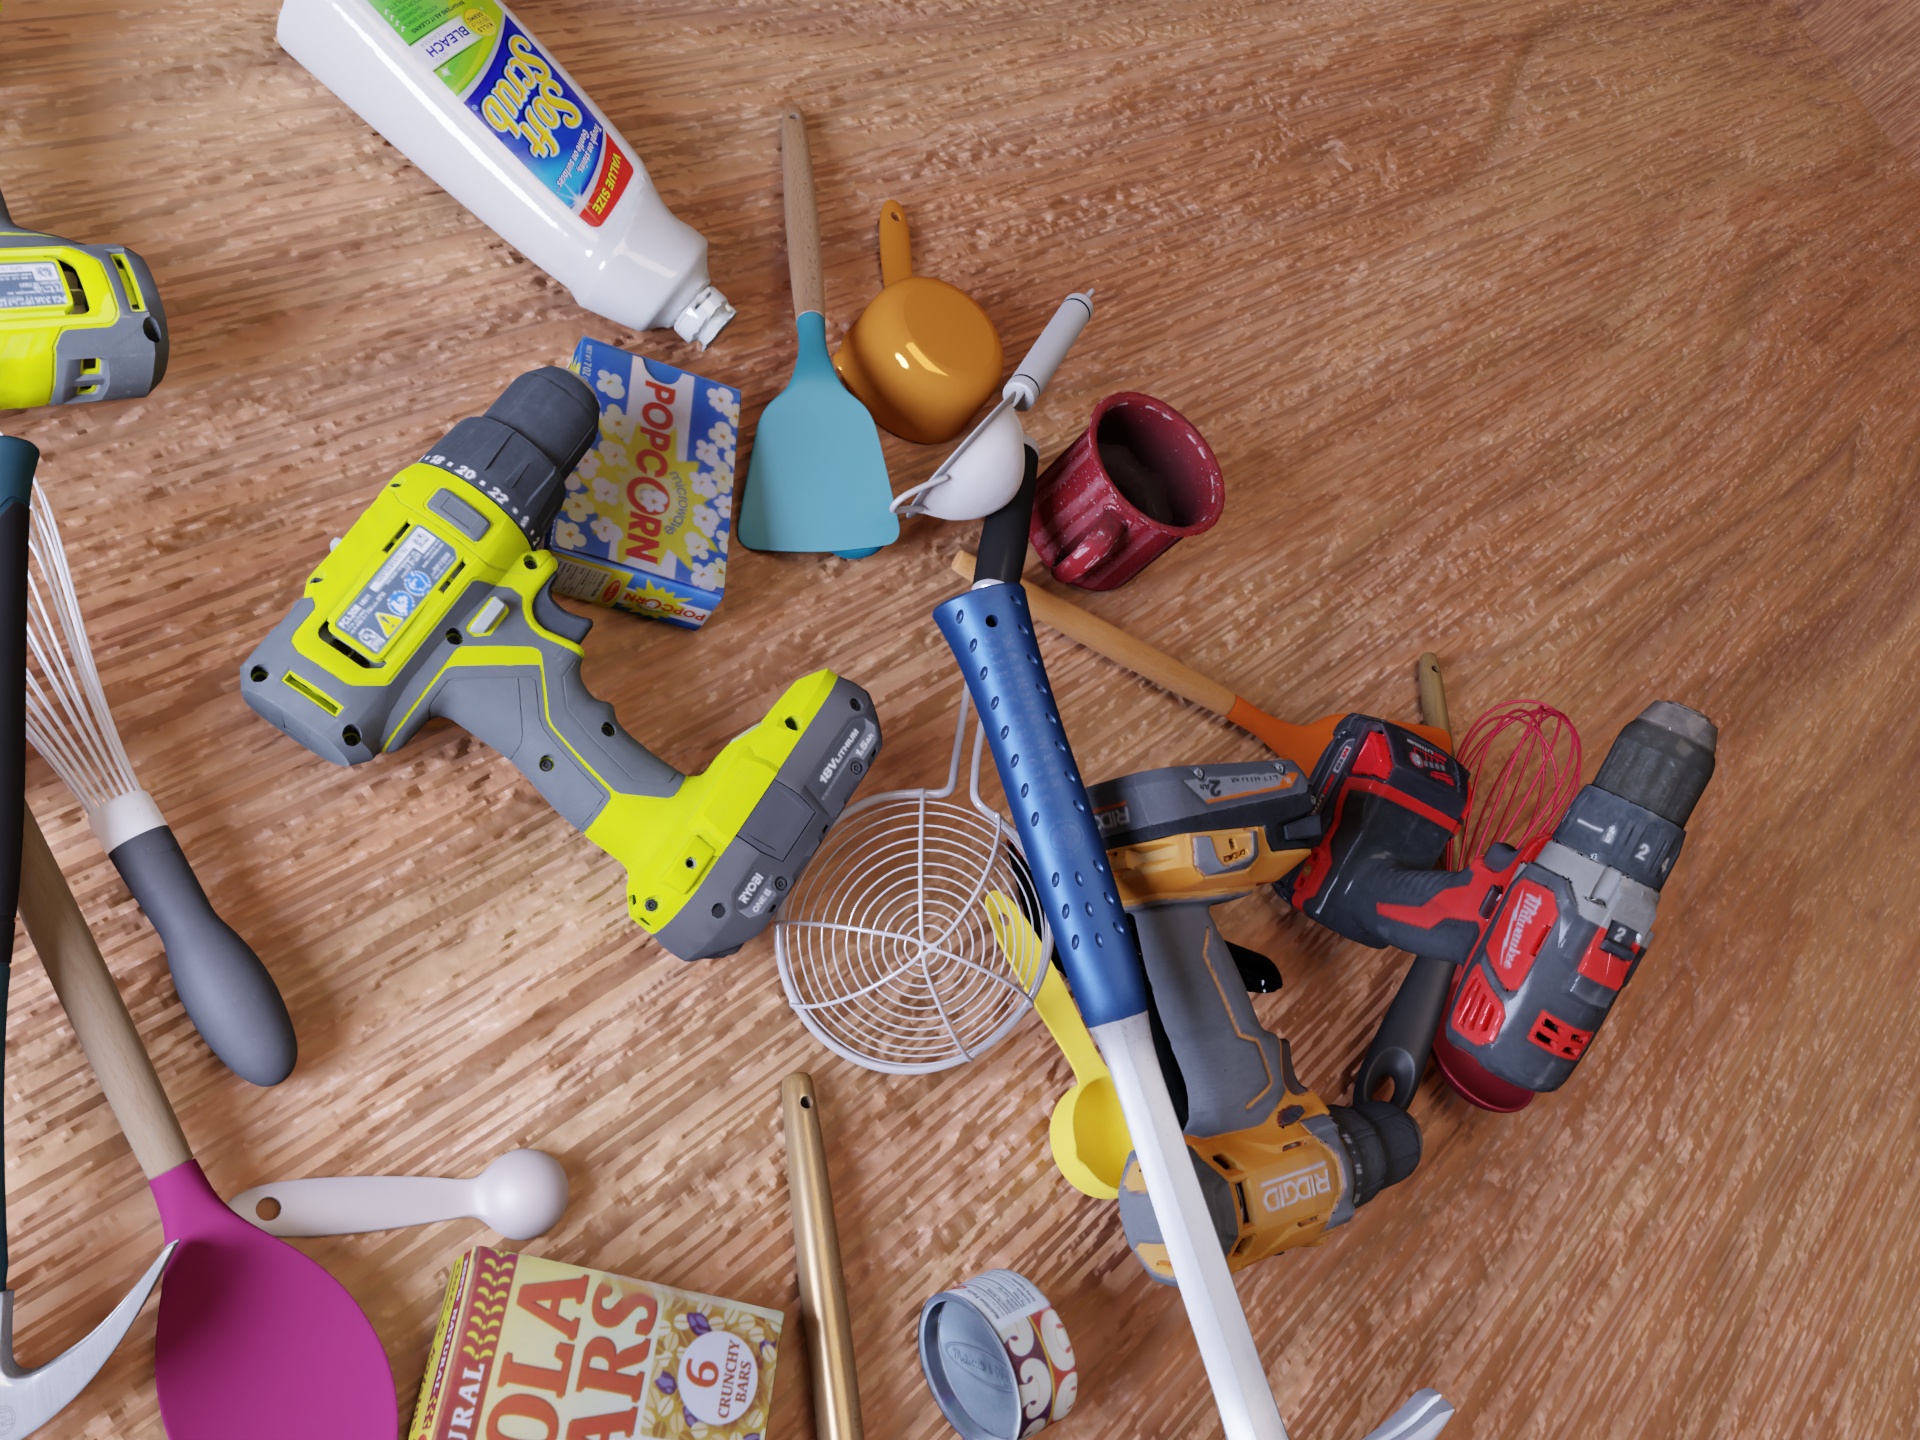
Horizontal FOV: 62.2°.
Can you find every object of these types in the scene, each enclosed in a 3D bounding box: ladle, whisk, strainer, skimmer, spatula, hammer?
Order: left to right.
[{"bbox_3d":[-0.322,0.065,0.510,0.128,0.033,0.331,-1,77,-24],"label":"hammer"},{"bbox_3d":[-0.320,0.010,0.579,0.070,0.070,0.284,-30,89,-40],"label":"whisk"},{"bbox_3d":[-0.086,-0.230,0.879,0.082,0.044,0.318,-3,57,-6],"label":"spatula"},{"bbox_3d":[-0.001,-0.003,0.800,0.127,0.090,0.364,18,48,-9],"label":"skimmer"},{"bbox_3d":[0.033,-0.175,0.873,0.050,0.087,0.259,36,47,-7],"label":"strainer"},{"bbox_3d":[0.075,0.134,0.667,0.144,0.035,0.406,-17,81,-4],"label":"hammer"},{"bbox_3d":[0.139,-0.021,0.910,0.322,0.041,0.081,26,75,-17],"label":"spatula"},{"bbox_3d":[0.300,0.089,0.968,0.069,0.031,0.316,15,56,-16],"label":"ladle"},{"bbox_3d":[0.288,0.103,0.909,0.073,0.073,0.296,37,64,-11],"label":"whisk"}]

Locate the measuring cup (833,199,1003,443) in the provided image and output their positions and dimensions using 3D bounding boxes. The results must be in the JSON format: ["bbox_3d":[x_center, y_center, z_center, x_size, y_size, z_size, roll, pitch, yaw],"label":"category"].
[{"bbox_3d":[-0.022,-0.246,0.917,0.095,0.052,0.174,9,63,-30],"label":"measuring cup"}]

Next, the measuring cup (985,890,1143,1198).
[{"bbox_3d":[0.046,0.155,0.762,0.062,0.029,0.157,-18,74,-39],"label":"measuring cup"}]

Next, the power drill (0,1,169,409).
[{"bbox_3d":[-0.429,-0.217,0.610,0.171,0.080,0.223,-16,74,-39],"label":"power drill"}]

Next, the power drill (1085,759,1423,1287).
[{"bbox_3d":[0.142,0.136,0.763,0.185,0.084,0.226,-1,77,-40],"label":"power drill"}]

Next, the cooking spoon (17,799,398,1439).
[{"bbox_3d":[-0.280,0.130,0.543,0.069,0.017,0.319,-25,88,-32],"label":"cooking spoon"}]

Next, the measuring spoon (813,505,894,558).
[{"bbox_3d":[-0.065,-0.136,0.856,0.042,0.021,0.129,-7,58,-10],"label":"measuring spoon"}]

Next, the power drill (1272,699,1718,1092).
[{"bbox_3d":[0.265,0.061,0.802,0.080,0.227,0.188,25,95,-21],"label":"power drill"}]

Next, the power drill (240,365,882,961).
[{"bbox_3d":[-0.151,-0.024,0.673,0.228,0.080,0.191,37,67,-11],"label":"power drill"}]

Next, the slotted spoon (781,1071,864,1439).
[{"bbox_3d":[-0.044,0.294,0.626,0.070,0.031,0.314,6,61,-32],"label":"slotted spoon"}]

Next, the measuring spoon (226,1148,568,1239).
[{"bbox_3d":[-0.204,0.177,0.587,0.124,0.018,0.034,6,63,-31],"label":"measuring spoon"}]
